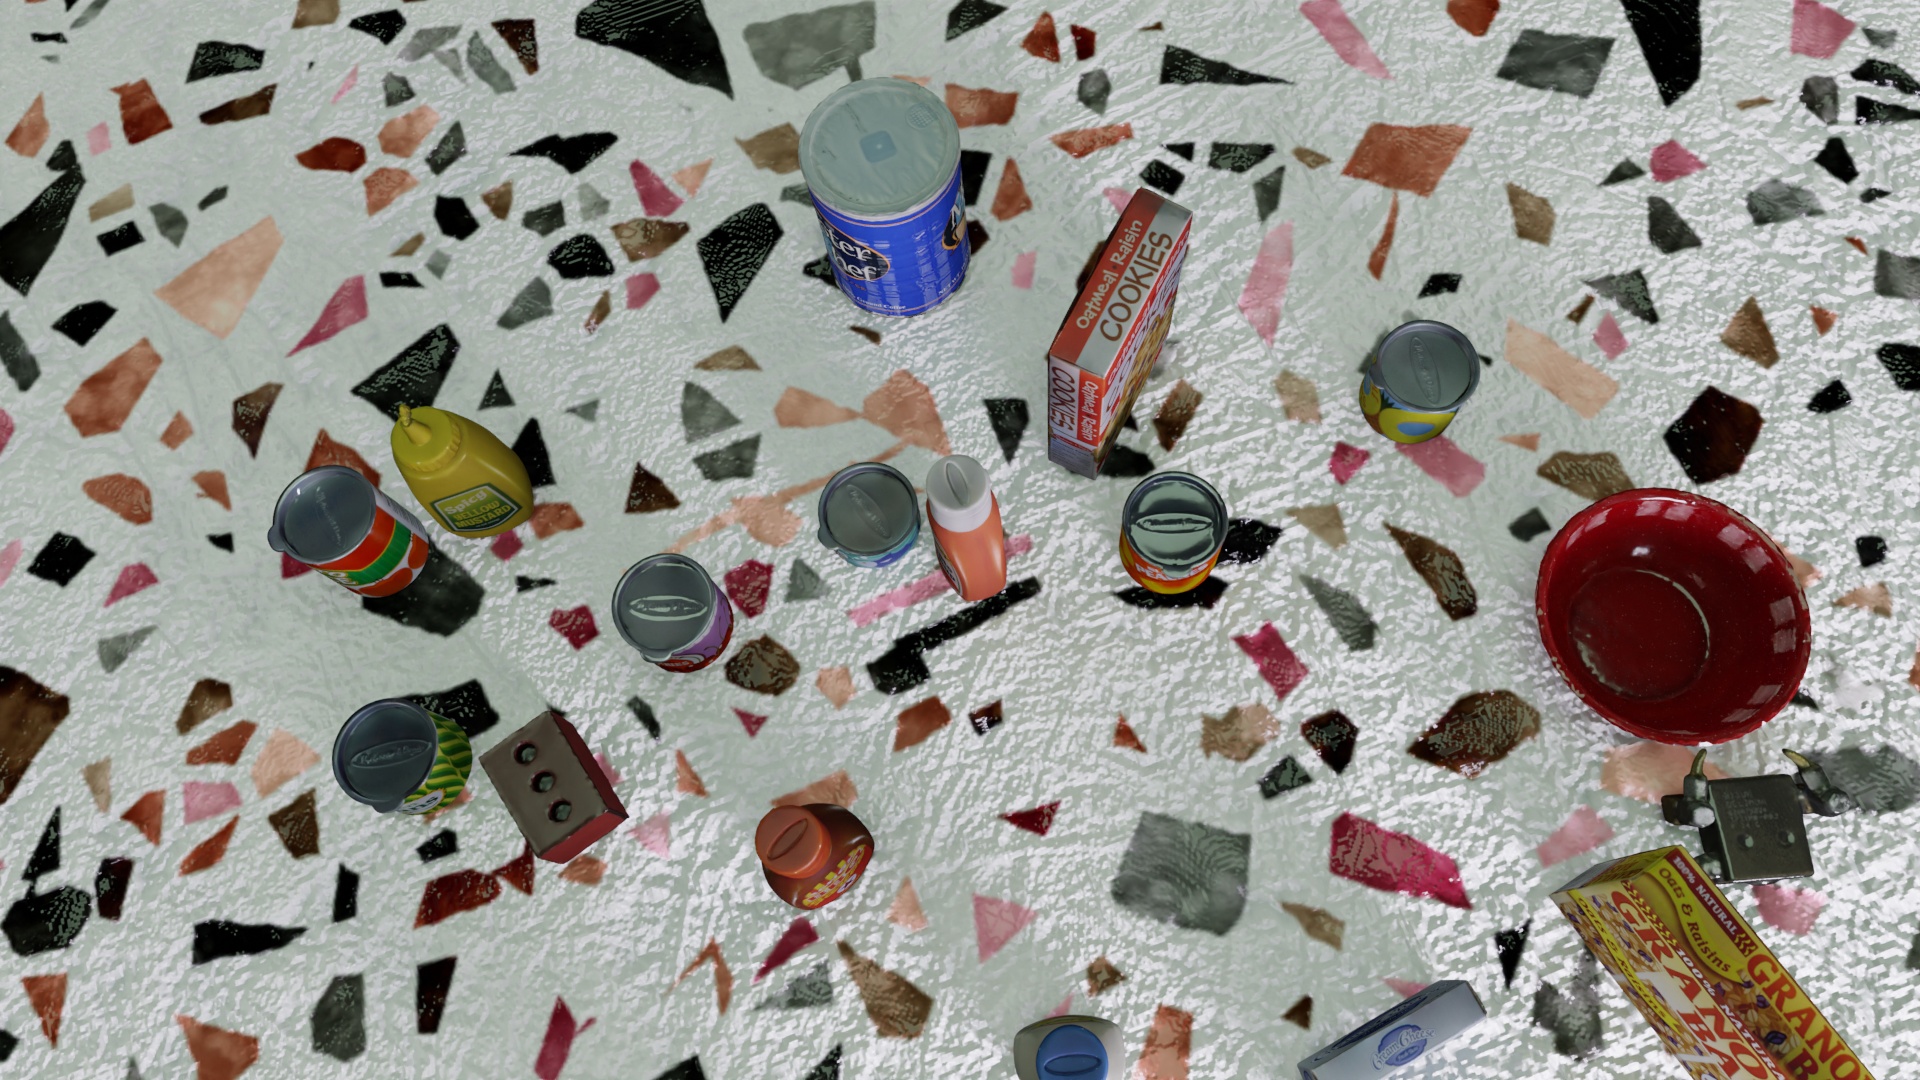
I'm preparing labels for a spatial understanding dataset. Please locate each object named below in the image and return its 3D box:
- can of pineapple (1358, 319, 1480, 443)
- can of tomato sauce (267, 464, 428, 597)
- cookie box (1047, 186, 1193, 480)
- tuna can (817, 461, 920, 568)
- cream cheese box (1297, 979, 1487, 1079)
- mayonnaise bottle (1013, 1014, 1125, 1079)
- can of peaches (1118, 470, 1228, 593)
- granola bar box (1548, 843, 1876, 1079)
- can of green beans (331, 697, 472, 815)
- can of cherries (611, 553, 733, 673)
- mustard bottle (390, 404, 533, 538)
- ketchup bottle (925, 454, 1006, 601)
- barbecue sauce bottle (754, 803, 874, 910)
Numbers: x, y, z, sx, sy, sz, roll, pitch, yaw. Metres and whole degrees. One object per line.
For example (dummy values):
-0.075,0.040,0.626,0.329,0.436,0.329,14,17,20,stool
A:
0.300,-0.104,0.919,0.071,0.057,0.071,-1,72,3,can of pineapple
-0.399,-0.003,0.912,0.071,0.083,0.071,-1,72,3,can of tomato sauce
0.097,-0.126,0.881,0.040,0.167,0.123,25,75,11,cookie box
-0.062,-0.015,0.923,0.071,0.032,0.071,-1,72,3,tuna can
0.245,0.286,0.794,0.104,0.053,0.024,-28,72,-6,cream cheese box
0.060,0.281,0.756,0.065,0.147,0.041,-6,72,1,mayonnaise bottle
0.136,-0.002,0.894,0.071,0.058,0.071,-1,72,3,can of peaches
0.412,0.250,0.759,0.039,0.124,0.166,-33,73,-7,granola bar box
-0.350,0.137,0.875,0.071,0.057,0.071,-1,72,3,can of green beans
-0.185,0.050,0.895,0.071,0.058,0.071,-1,72,3,can of cherries
-0.323,-0.048,0.882,0.065,0.159,0.049,-21,72,-3,mustard bottle
0.003,-0.011,0.857,0.043,0.148,0.065,-22,72,-4,ketchup bottle
-0.087,0.179,0.799,0.065,0.148,0.044,-44,75,-10,barbecue sauce bottle
